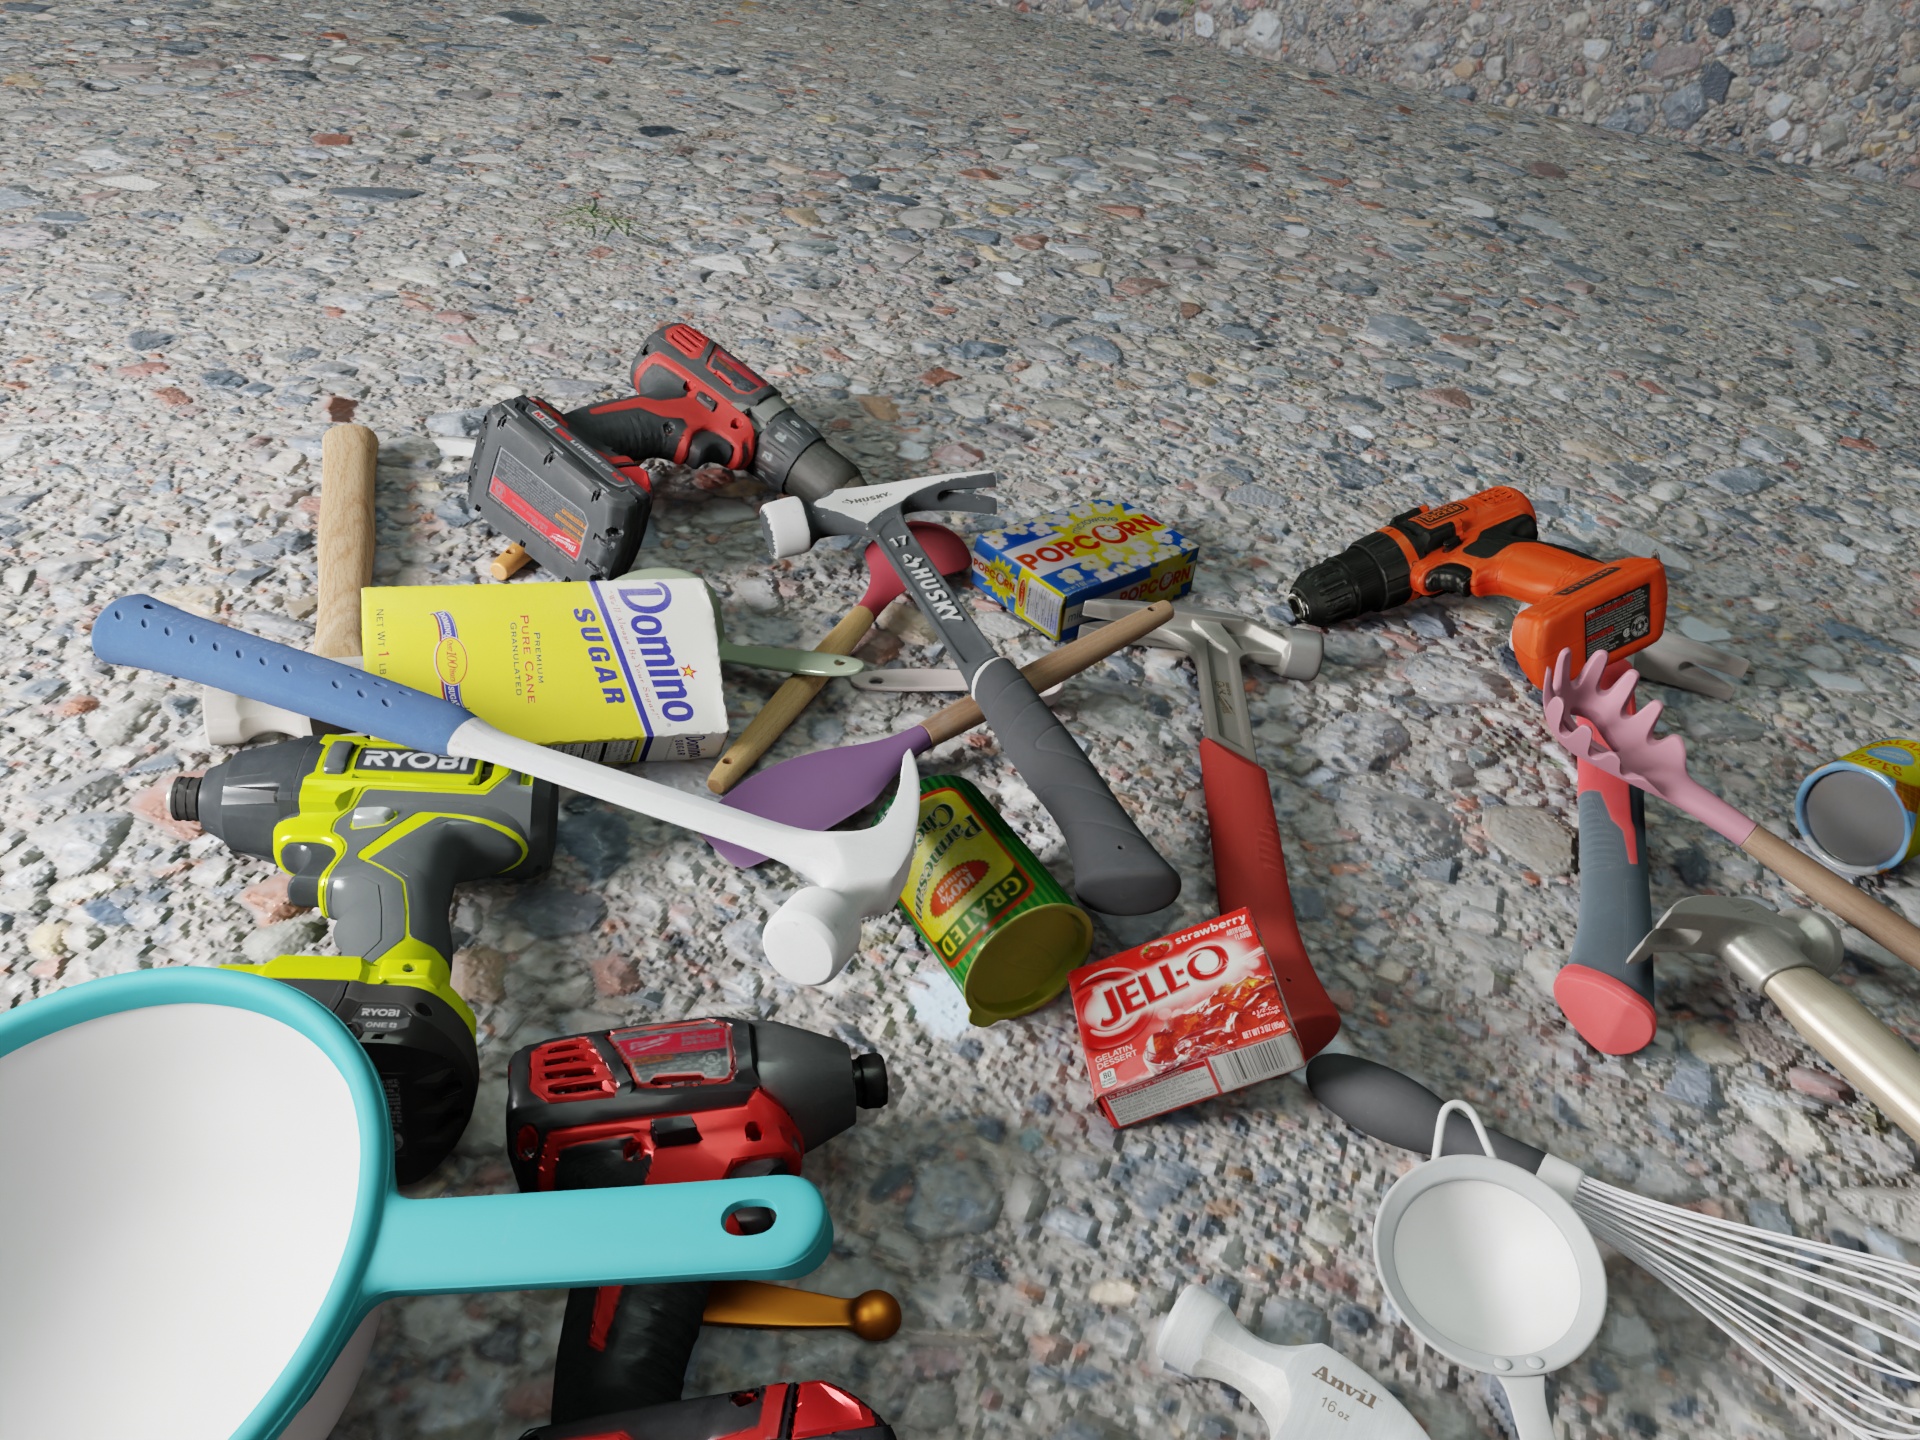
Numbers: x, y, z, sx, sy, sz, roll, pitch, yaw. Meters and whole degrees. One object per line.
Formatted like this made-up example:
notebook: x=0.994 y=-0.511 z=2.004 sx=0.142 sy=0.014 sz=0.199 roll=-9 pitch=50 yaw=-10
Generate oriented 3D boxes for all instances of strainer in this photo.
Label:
strainer: x=-0.201 y=0.182 z=0.488 sx=0.340 sy=0.095 sz=0.211 roll=-5 pitch=45 yaw=5
strainer: x=0.200 y=0.254 z=0.554 sx=0.087 sy=0.050 sz=0.259 roll=0 pitch=41 yaw=-2

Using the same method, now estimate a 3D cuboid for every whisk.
whisk: x=0.268 y=0.201 z=0.632 sx=0.285 sy=0.070 sz=0.070 roll=23 pitch=37 yaw=27

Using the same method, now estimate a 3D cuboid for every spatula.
spatula: x=-0.224 y=-0.174 z=1.092 sx=0.081 sy=0.041 sz=0.323 roll=18 pitch=40 yaw=13
spatula: x=-0.001 y=-0.003 z=0.866 sx=0.316 sy=0.018 sz=0.060 roll=-27 pitch=45 yaw=-28

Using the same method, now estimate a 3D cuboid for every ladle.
ladle: x=-0.070 y=-0.049 z=0.942 sx=0.069 sy=0.031 sz=0.315 roll=14 pitch=37 yaw=17

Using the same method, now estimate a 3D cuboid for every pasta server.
pasta server: x=0.433 y=0.071 z=0.815 sx=0.316 sy=0.040 sz=0.060 roll=39 pitch=54 yaw=20

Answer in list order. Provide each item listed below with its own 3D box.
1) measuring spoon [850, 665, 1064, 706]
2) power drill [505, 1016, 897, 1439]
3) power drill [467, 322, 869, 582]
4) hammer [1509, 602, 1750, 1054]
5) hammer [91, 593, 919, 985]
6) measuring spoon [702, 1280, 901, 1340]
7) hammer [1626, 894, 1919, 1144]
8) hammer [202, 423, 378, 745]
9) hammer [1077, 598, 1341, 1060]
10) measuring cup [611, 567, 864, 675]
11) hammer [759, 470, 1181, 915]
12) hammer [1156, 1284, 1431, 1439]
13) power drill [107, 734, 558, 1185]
measuring spoon: x=-0.002 y=-0.018 z=0.925 sx=0.124 sy=0.018 sz=0.034 roll=1 pitch=34 yaw=2
power drill: x=-0.083 y=0.192 z=0.543 sx=0.143 sy=0.078 sz=0.220 roll=-4 pitch=36 yaw=-11
power drill: x=-0.179 y=-0.163 z=1.024 sx=0.188 sy=0.080 sz=0.227 roll=38 pitch=40 yaw=8
hammer: x=0.377 y=0.047 z=0.884 sx=0.143 sy=0.038 sz=0.386 roll=17 pitch=36 yaw=10
hammer: x=-0.209 y=0.009 z=0.714 sx=0.405 sy=0.035 sz=0.144 roll=17 pitch=29 yaw=15
measuring spoon: x=-0.079 y=0.211 z=0.582 sx=0.117 sy=0.011 sz=0.021 roll=7 pitch=35 yaw=-2
hammer: x=0.447 y=0.218 z=0.630 sx=0.146 sy=0.038 sz=0.411 roll=8 pitch=32 yaw=-36
hammer: x=-0.360 y=-0.093 z=0.939 sx=0.130 sy=0.031 sz=0.332 roll=-4 pitch=36 yaw=-16
hammer: x=0.139 y=0.042 z=0.845 sx=0.149 sy=0.036 sz=0.359 roll=7 pitch=34 yaw=-1
measuring cup: x=-0.133 y=-0.053 z=0.900 sx=0.167 sy=0.038 sz=0.083 roll=8 pitch=36 yaw=18
hammer: x=0.014 y=-0.033 z=0.862 sx=0.149 sy=0.036 sz=0.409 roll=-15 pitch=38 yaw=-15
hammer: x=0.053 y=0.310 z=0.450 sx=0.128 sy=0.033 sz=0.331 roll=23 pitch=38 yaw=22
power drill: x=-0.269 y=0.085 z=0.672 sx=0.171 sy=0.080 sz=0.223 roll=3 pitch=31 yaw=-9
